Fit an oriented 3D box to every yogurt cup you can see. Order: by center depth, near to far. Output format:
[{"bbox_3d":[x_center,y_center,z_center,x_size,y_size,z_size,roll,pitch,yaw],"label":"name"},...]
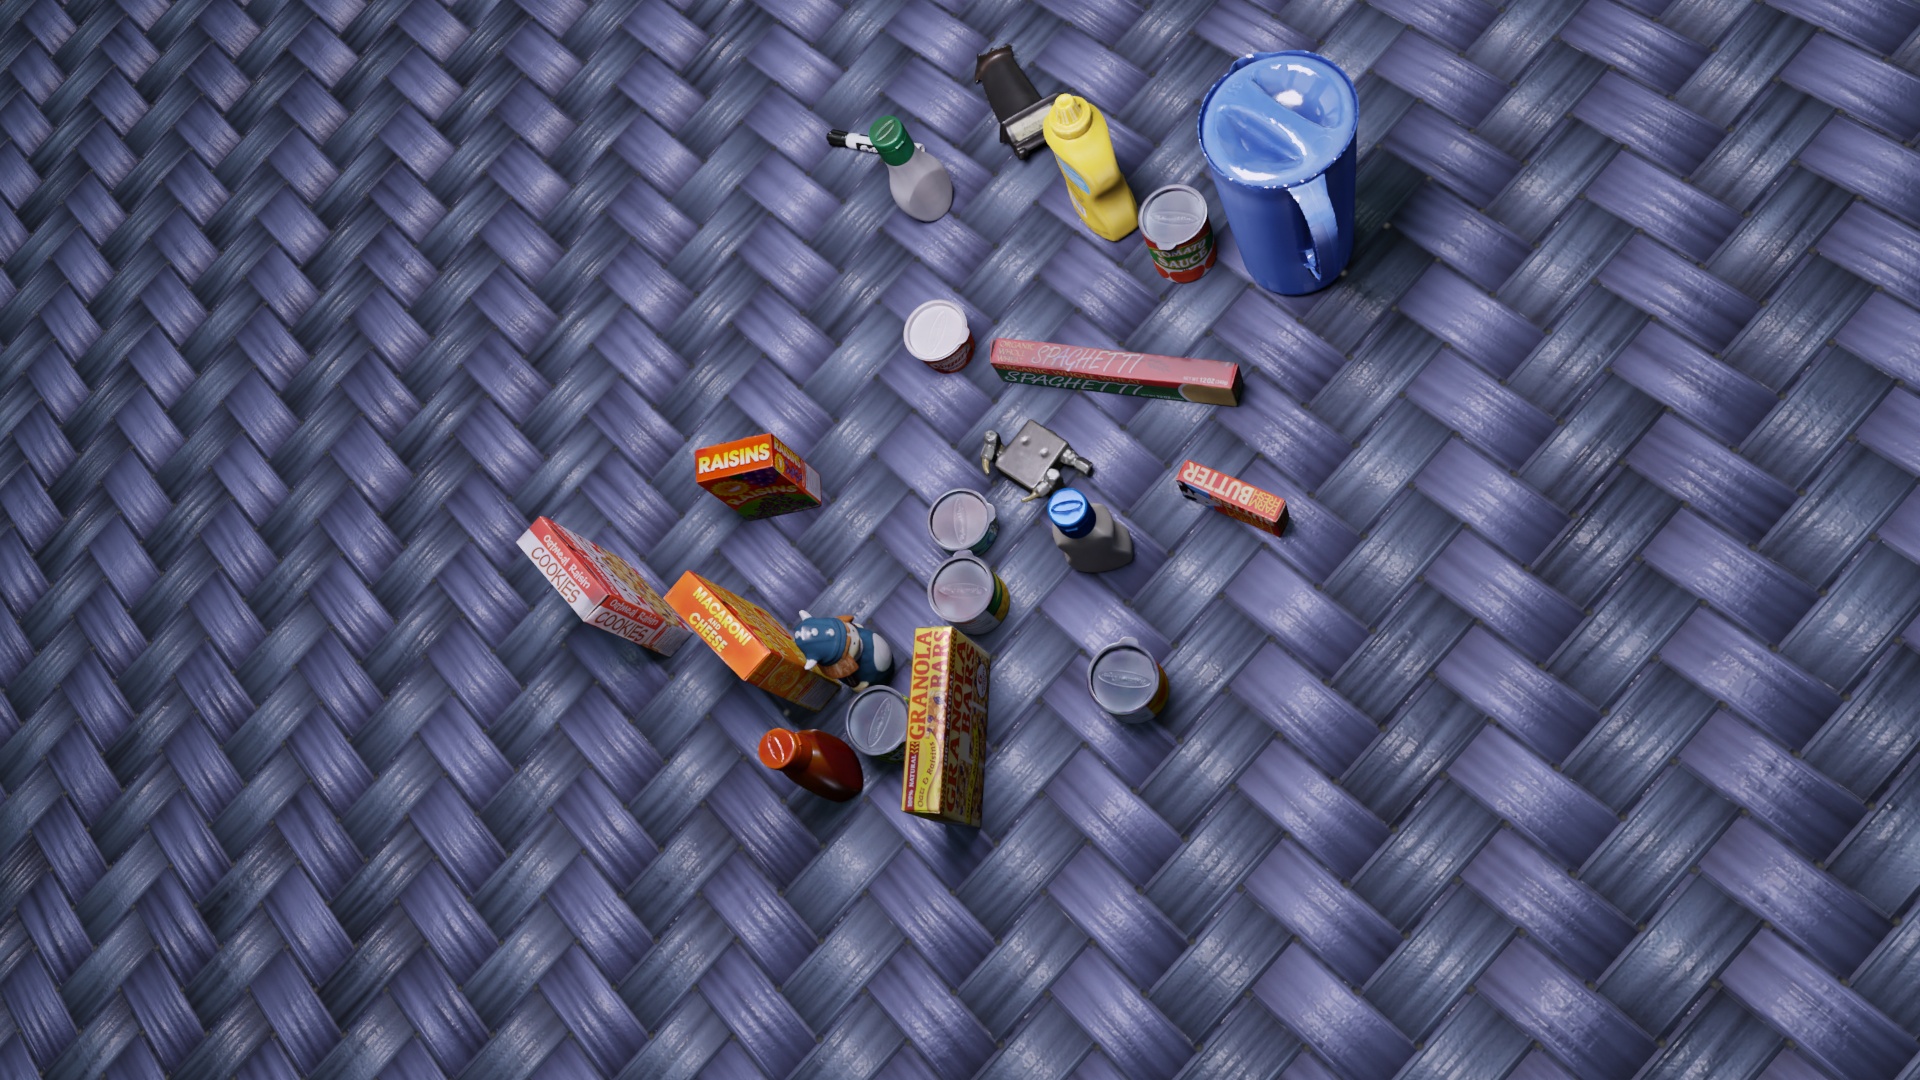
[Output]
[{"bbox_3d":[-0.019,-0.208,1.437,0.072,0.054,0.072,-5,71,17],"label":"yogurt cup"}]

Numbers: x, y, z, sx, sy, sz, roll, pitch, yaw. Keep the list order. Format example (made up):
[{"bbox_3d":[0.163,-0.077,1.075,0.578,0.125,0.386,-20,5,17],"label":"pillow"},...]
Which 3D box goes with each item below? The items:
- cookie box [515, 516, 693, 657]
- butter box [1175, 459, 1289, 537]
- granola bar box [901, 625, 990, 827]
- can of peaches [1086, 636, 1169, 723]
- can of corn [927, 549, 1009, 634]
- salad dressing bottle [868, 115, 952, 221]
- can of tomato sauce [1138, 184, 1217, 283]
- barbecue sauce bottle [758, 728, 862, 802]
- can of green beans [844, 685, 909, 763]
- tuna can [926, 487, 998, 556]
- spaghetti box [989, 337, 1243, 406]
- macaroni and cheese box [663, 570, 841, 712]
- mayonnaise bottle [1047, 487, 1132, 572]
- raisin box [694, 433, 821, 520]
[{"bbox_3d":[-0.356,0.048,1.401,0.040,0.167,0.123,-47,65,0],"label":"cookie box"},{"bbox_3d":[0.254,-0.039,1.293,0.103,0.053,0.024,25,82,24],"label":"butter box"},{"bbox_3d":[-0.012,0.173,1.271,0.039,0.124,0.166,-2,72,18],"label":"granola bar box"},{"bbox_3d":[0.154,0.128,1.268,0.071,0.058,0.071,-5,71,17],"label":"can of peaches"},{"bbox_3d":[0.009,0.051,1.341,0.071,0.058,0.071,-5,71,17],"label":"can of corn"},{"bbox_3d":[-0.053,-0.390,1.457,0.064,0.147,0.044,-46,65,0],"label":"salad dressing bottle"},{"bbox_3d":[0.216,-0.300,1.374,0.071,0.083,0.071,-5,71,17],"label":"can of tomato sauce"},{"bbox_3d":[-0.139,0.204,1.289,0.043,0.148,0.065,-31,66,7],"label":"barbecue sauce bottle"},{"bbox_3d":[-0.070,0.176,1.325,0.071,0.057,0.071,-5,71,17],"label":"can of green beans"},{"bbox_3d":[0.005,-0.017,1.378,0.071,0.032,0.071,-5,71,17],"label":"tuna can"},{"bbox_3d":[0.151,-0.166,1.370,0.250,0.050,0.029,9,76,21],"label":"spaghetti box"},{"bbox_3d":[-0.196,0.098,1.333,0.124,0.166,0.040,41,89,25],"label":"macaroni and cheese box"},{"bbox_3d":[0.115,-0.009,1.276,0.065,0.148,0.041,-11,70,15],"label":"mayonnaise bottle"},{"bbox_3d":[-0.204,-0.064,1.412,0.086,0.123,0.040,-11,70,15],"label":"raisin box"}]
